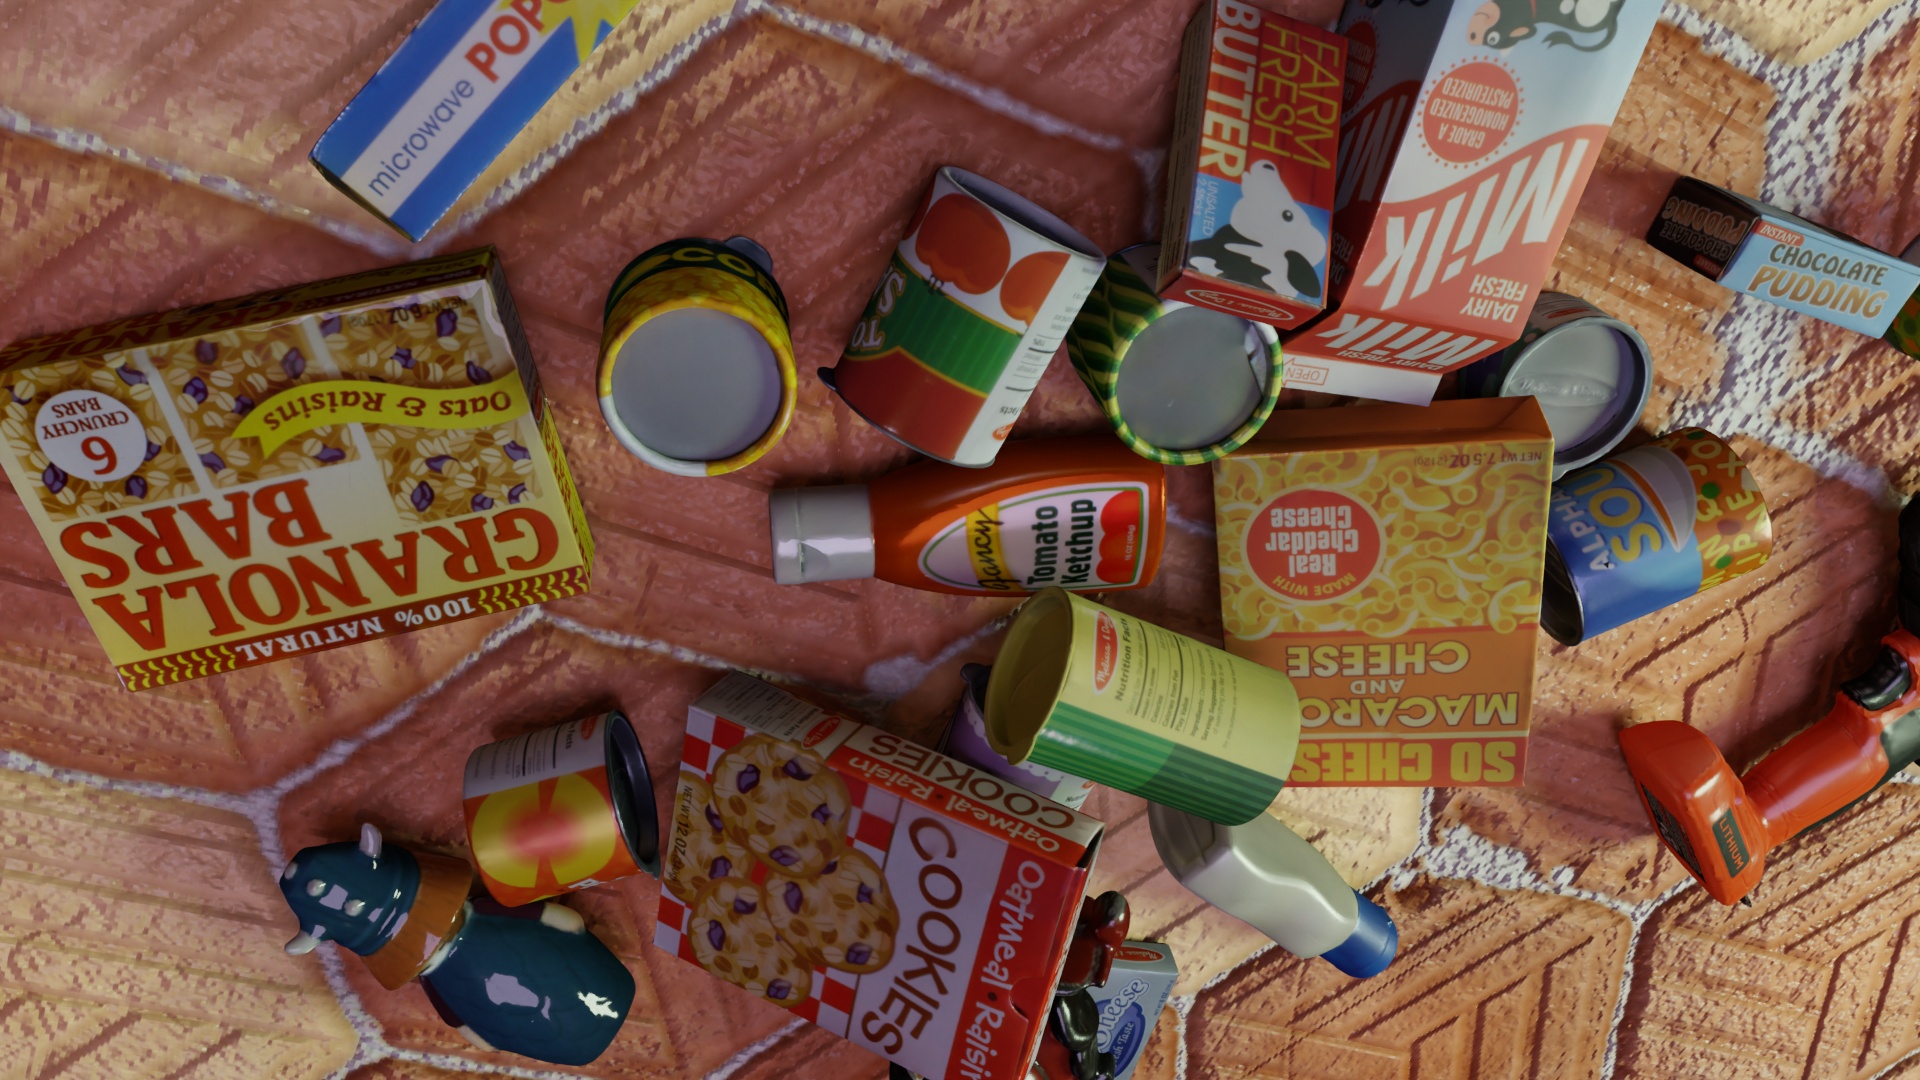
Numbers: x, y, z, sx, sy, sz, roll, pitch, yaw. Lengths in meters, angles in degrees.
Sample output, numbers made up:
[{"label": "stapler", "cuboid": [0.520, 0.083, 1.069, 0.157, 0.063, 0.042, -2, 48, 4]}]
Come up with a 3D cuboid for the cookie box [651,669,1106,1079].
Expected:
[{"label": "cookie box", "cuboid": [-0.038, 0.140, 0.558, 0.167, 0.040, 0.122, 20, 114, 16]}]

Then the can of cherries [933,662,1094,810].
[{"label": "can of cherries", "cuboid": [0.020, 0.093, 0.582, 0.071, 0.072, 0.058, 18, 115, -19]}]

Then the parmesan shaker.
[{"label": "parmesan shaker", "cuboid": [0.069, 0.068, 0.533, 0.103, 0.071, 0.071, 21, 113, -19]}]

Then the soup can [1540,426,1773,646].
[{"label": "soup can", "cuboid": [0.276, -0.004, 0.575, 0.084, 0.071, 0.071, -23, 121, 2]}]

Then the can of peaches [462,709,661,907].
[{"label": "can of peaches", "cuboid": [-0.157, 0.109, 0.553, 0.058, 0.071, 0.071, -14, 120, -2]}]

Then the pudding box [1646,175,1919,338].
[{"label": "pudding box", "cuboid": [0.316, -0.109, 0.534, 0.084, 0.050, 0.030, 12, 117, -17]}]

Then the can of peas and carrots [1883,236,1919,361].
[{"label": "can of peas and carrots", "cuboid": [0.422, -0.092, 0.559, 0.071, 0.059, 0.070, -5, 120, -8]}]

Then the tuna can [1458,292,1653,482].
[{"label": "tuna can", "cuboid": [0.236, -0.061, 0.555, 0.071, 0.033, 0.070, -5, 119, -8]}]

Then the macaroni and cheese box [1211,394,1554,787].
[{"label": "macaroni and cheese box", "cuboid": [0.169, 0.026, 0.567, 0.124, 0.040, 0.165, -2, 122, 12]}]

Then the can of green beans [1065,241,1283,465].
[{"label": "can of green beans", "cuboid": [0.077, -0.068, 0.505, 0.071, 0.058, 0.071, -5, 120, -8]}]

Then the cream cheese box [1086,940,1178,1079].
[{"label": "cream cheese box", "cuboid": [0.066, 0.244, 0.697, 0.053, 0.024, 0.103, 10, 116, -15]}]

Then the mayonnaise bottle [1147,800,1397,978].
[{"label": "mayonnaise bottle", "cuboid": [0.149, 0.160, 0.646, 0.041, 0.065, 0.148, -42, 122, 17]}]

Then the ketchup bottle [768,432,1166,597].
[{"label": "ketchup bottle", "cuboid": [0.002, -0.007, 0.534, 0.149, 0.044, 0.064, -4, 126, -8]}]

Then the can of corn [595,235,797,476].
[{"label": "can of corn", "cuboid": [-0.088, -0.065, 0.475, 0.071, 0.058, 0.070, -5, 120, -8]}]

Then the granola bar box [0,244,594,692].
[{"label": "granola bar box", "cuboid": [-0.226, -0.024, 0.483, 0.166, 0.039, 0.123, -12, 120, -4]}]

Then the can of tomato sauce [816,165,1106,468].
[{"label": "can of tomato sauce", "cuboid": [0.000, -0.078, 0.481, 0.071, 0.071, 0.082, 22, 112, -21]}]

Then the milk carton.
[{"label": "milk carton", "cuboid": [0.165, -0.136, 0.476, 0.072, 0.074, 0.189, 6, 118, -14]}]

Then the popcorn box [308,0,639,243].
[{"label": "popcorn box", "cuboid": [-0.127, -0.153, 0.403, 0.126, 0.085, 0.038, -42, 117, 13]}]

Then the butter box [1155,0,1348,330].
[{"label": "butter box", "cuboid": [0.098, -0.127, 0.464, 0.053, 0.024, 0.103, 12, 76, -16]}]
